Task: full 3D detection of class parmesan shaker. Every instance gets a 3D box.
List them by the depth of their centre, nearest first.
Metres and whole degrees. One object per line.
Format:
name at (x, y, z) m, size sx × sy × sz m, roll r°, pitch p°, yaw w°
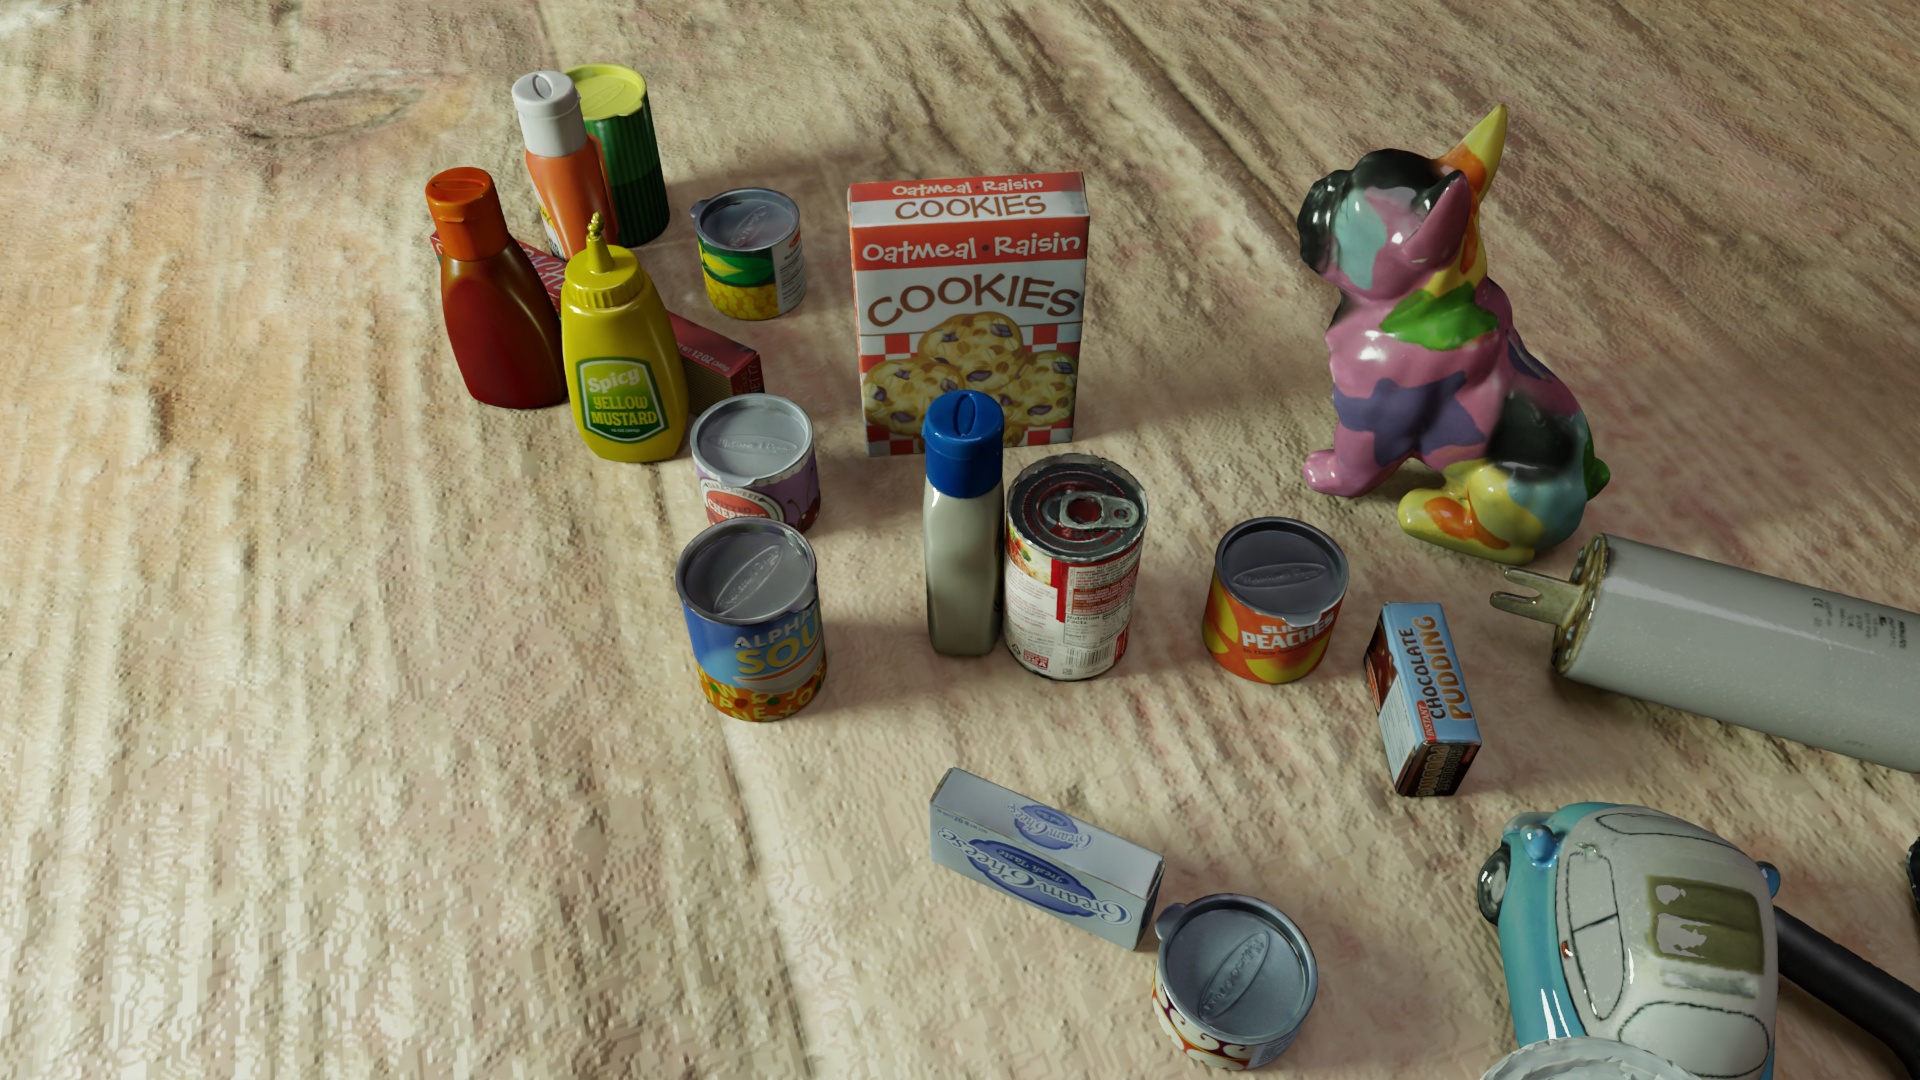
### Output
parmesan shaker at (-0.232, -0.253, 0.925) m, size 0.071 × 0.102 × 0.072 m, roll 0°, pitch 49°, yaw 0°

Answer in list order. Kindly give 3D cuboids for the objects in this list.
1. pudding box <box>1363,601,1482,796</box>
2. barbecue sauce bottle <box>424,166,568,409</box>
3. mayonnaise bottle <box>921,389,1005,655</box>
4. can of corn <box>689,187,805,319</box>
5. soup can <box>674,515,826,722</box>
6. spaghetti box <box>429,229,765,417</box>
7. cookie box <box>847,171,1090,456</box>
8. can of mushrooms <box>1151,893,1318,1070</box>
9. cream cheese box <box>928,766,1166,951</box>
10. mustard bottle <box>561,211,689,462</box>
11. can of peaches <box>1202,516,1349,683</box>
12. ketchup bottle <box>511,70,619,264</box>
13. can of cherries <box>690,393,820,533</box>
pudding box at (0.223, 0.076, 0.675) m, size 0.030 × 0.049 × 0.084 m, roll -1°, pitch 49°, yaw -1°
barbecue sauce bottle at (-0.269, -0.142, 0.798) m, size 0.065 × 0.147 × 0.044 m, roll 2°, pitch 49°, yaw 2°
mayonnaise bottle at (0.002, -0.009, 0.683) m, size 0.041 × 0.147 × 0.065 m, roll 4°, pitch 49°, yaw 3°
can of corn at (-0.137, -0.185, 0.895) m, size 0.071 × 0.058 × 0.071 m, roll 0°, pitch 49°, yaw 0°
soup can at (-0.099, 0.041, 0.682) m, size 0.071 × 0.083 × 0.072 m, roll 0°, pitch 49°, yaw 0°
spaghetti box at (-0.227, -0.136, 0.858) m, size 0.250 × 0.050 × 0.029 m, roll 26°, pitch 54°, yaw 21°
cookie box at (0.004, -0.122, 0.769) m, size 0.123 × 0.166 × 0.040 m, roll -4°, pitch 49°, yaw -4°
can of mushrooms at (0.113, 0.186, 0.590) m, size 0.071 × 0.033 × 0.071 m, roll 0°, pitch 49°, yaw 0°
cream cheese box at (0.037, 0.141, 0.615) m, size 0.104 × 0.053 × 0.024 m, roll 20°, pitch 52°, yaw 17°
mustard bottle at (-0.189, -0.111, 0.764) m, size 0.065 × 0.159 × 0.049 m, roll -2°, pitch 49°, yaw -2°
can of peaches at (0.159, 0.033, 0.707) m, size 0.071 × 0.057 × 0.071 m, roll 0°, pitch 49°, yaw 0°
ketchup bottle at (-0.242, -0.217, 0.863) m, size 0.043 × 0.148 × 0.065 m, roll -19°, pitch 52°, yaw -15°
can of cherries at (-0.113, -0.036, 0.766) m, size 0.071 × 0.058 × 0.072 m, roll 0°, pitch 49°, yaw 0°
